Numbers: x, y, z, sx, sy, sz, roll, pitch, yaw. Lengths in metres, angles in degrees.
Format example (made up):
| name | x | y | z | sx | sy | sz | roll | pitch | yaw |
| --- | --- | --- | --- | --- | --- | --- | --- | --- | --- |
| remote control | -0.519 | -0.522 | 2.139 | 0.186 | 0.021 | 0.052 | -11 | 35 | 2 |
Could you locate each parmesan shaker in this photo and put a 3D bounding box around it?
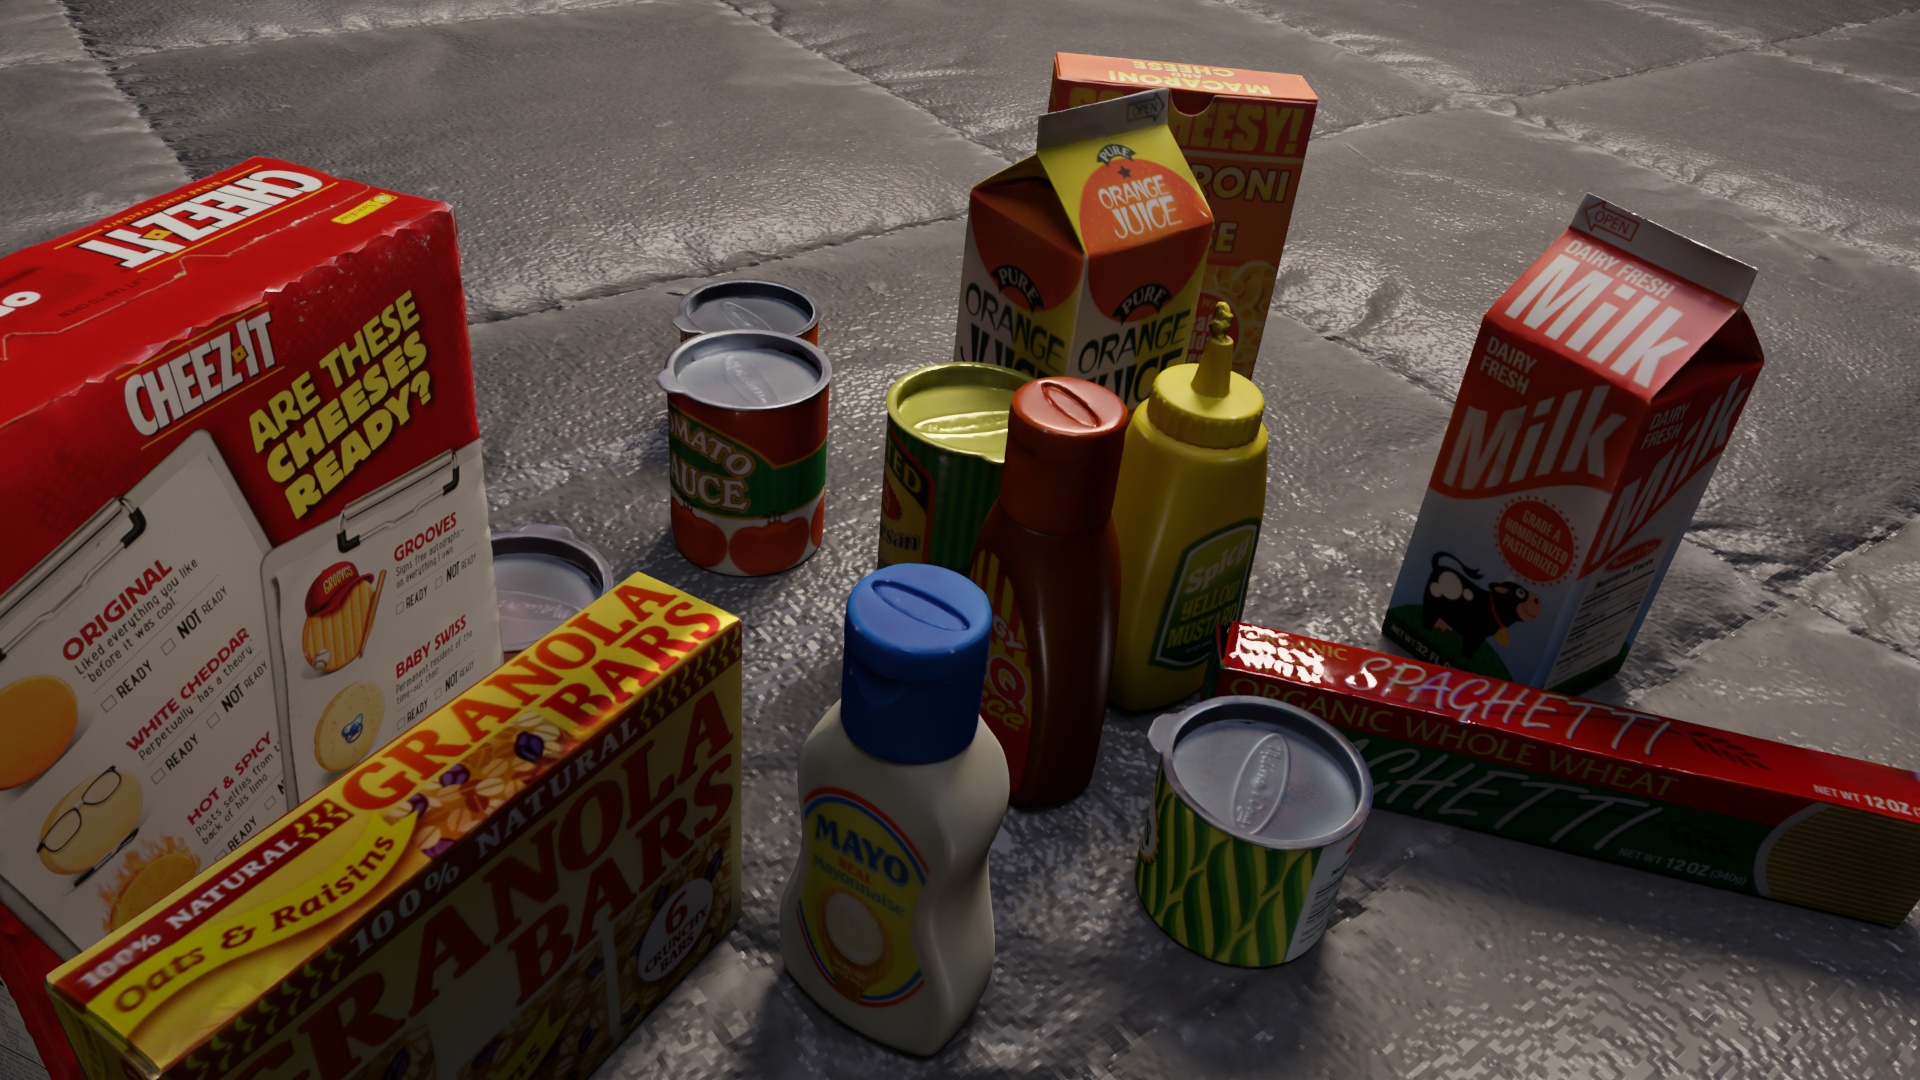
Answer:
| name | x | y | z | sx | sy | sz | roll | pitch | yaw |
| --- | --- | --- | --- | --- | --- | --- | --- | --- | --- |
| parmesan shaker | 0.002 | -0.007 | 0.535 | 0.071 | 0.102 | 0.072 | 4 | 35 | -3 |

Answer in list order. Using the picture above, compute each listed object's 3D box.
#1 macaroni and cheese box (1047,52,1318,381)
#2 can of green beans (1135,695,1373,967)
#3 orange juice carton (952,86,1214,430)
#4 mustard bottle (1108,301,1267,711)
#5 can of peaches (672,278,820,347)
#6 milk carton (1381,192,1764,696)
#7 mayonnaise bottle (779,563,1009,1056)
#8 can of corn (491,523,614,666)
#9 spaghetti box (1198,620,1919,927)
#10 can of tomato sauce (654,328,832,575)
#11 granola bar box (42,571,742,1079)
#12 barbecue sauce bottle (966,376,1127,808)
| name | x | y | z | sx | sy | sz | roll | pitch | yaw |
| --- | --- | --- | --- | --- | --- | --- | --- | --- | --- |
| macaroni and cheese box | 0.098 | -0.150 | 0.697 | 0.124 | 0.165 | 0.040 | 4 | 35 | -4 |
| can of green beans | 0.093 | 0.093 | 0.449 | 0.071 | 0.057 | 0.071 | 4 | 35 | -3 |
| orange juice carton | 0.047 | -0.090 | 0.582 | 0.072 | 0.191 | 0.073 | -21 | 44 | -33 |
| mustard bottle | 0.080 | -0.011 | 0.505 | 0.065 | 0.159 | 0.049 | -20 | 43 | -32 |
| can of peaches | -0.103 | -0.085 | 0.666 | 0.071 | 0.057 | 0.071 | 4 | 35 | -3 |
| milk carton | 0.234 | -0.030 | 0.530 | 0.074 | 0.189 | 0.072 | -17 | 42 | -29 |
| mayonnaise bottle | -0.017 | 0.075 | 0.380 | 0.065 | 0.147 | 0.041 | 24 | 39 | 24 |
| can of corn | -0.153 | 0.037 | 0.488 | 0.071 | 0.058 | 0.071 | 4 | 35 | -3 |
| spaghetti box | 0.209 | 0.081 | 0.491 | 0.250 | 0.049 | 0.029 | 12 | 36 | 8 |
| can of tomato sauce | -0.090 | -0.036 | 0.579 | 0.071 | 0.082 | 0.071 | 4 | 35 | -3 |
| granola bar box | -0.122 | 0.100 | 0.348 | 0.039 | 0.123 | 0.166 | 23 | 39 | 22 |
| barbecue sauce bottle | 0.027 | 0.018 | 0.466 | 0.044 | 0.147 | 0.065 | -14 | 40 | -27 |
